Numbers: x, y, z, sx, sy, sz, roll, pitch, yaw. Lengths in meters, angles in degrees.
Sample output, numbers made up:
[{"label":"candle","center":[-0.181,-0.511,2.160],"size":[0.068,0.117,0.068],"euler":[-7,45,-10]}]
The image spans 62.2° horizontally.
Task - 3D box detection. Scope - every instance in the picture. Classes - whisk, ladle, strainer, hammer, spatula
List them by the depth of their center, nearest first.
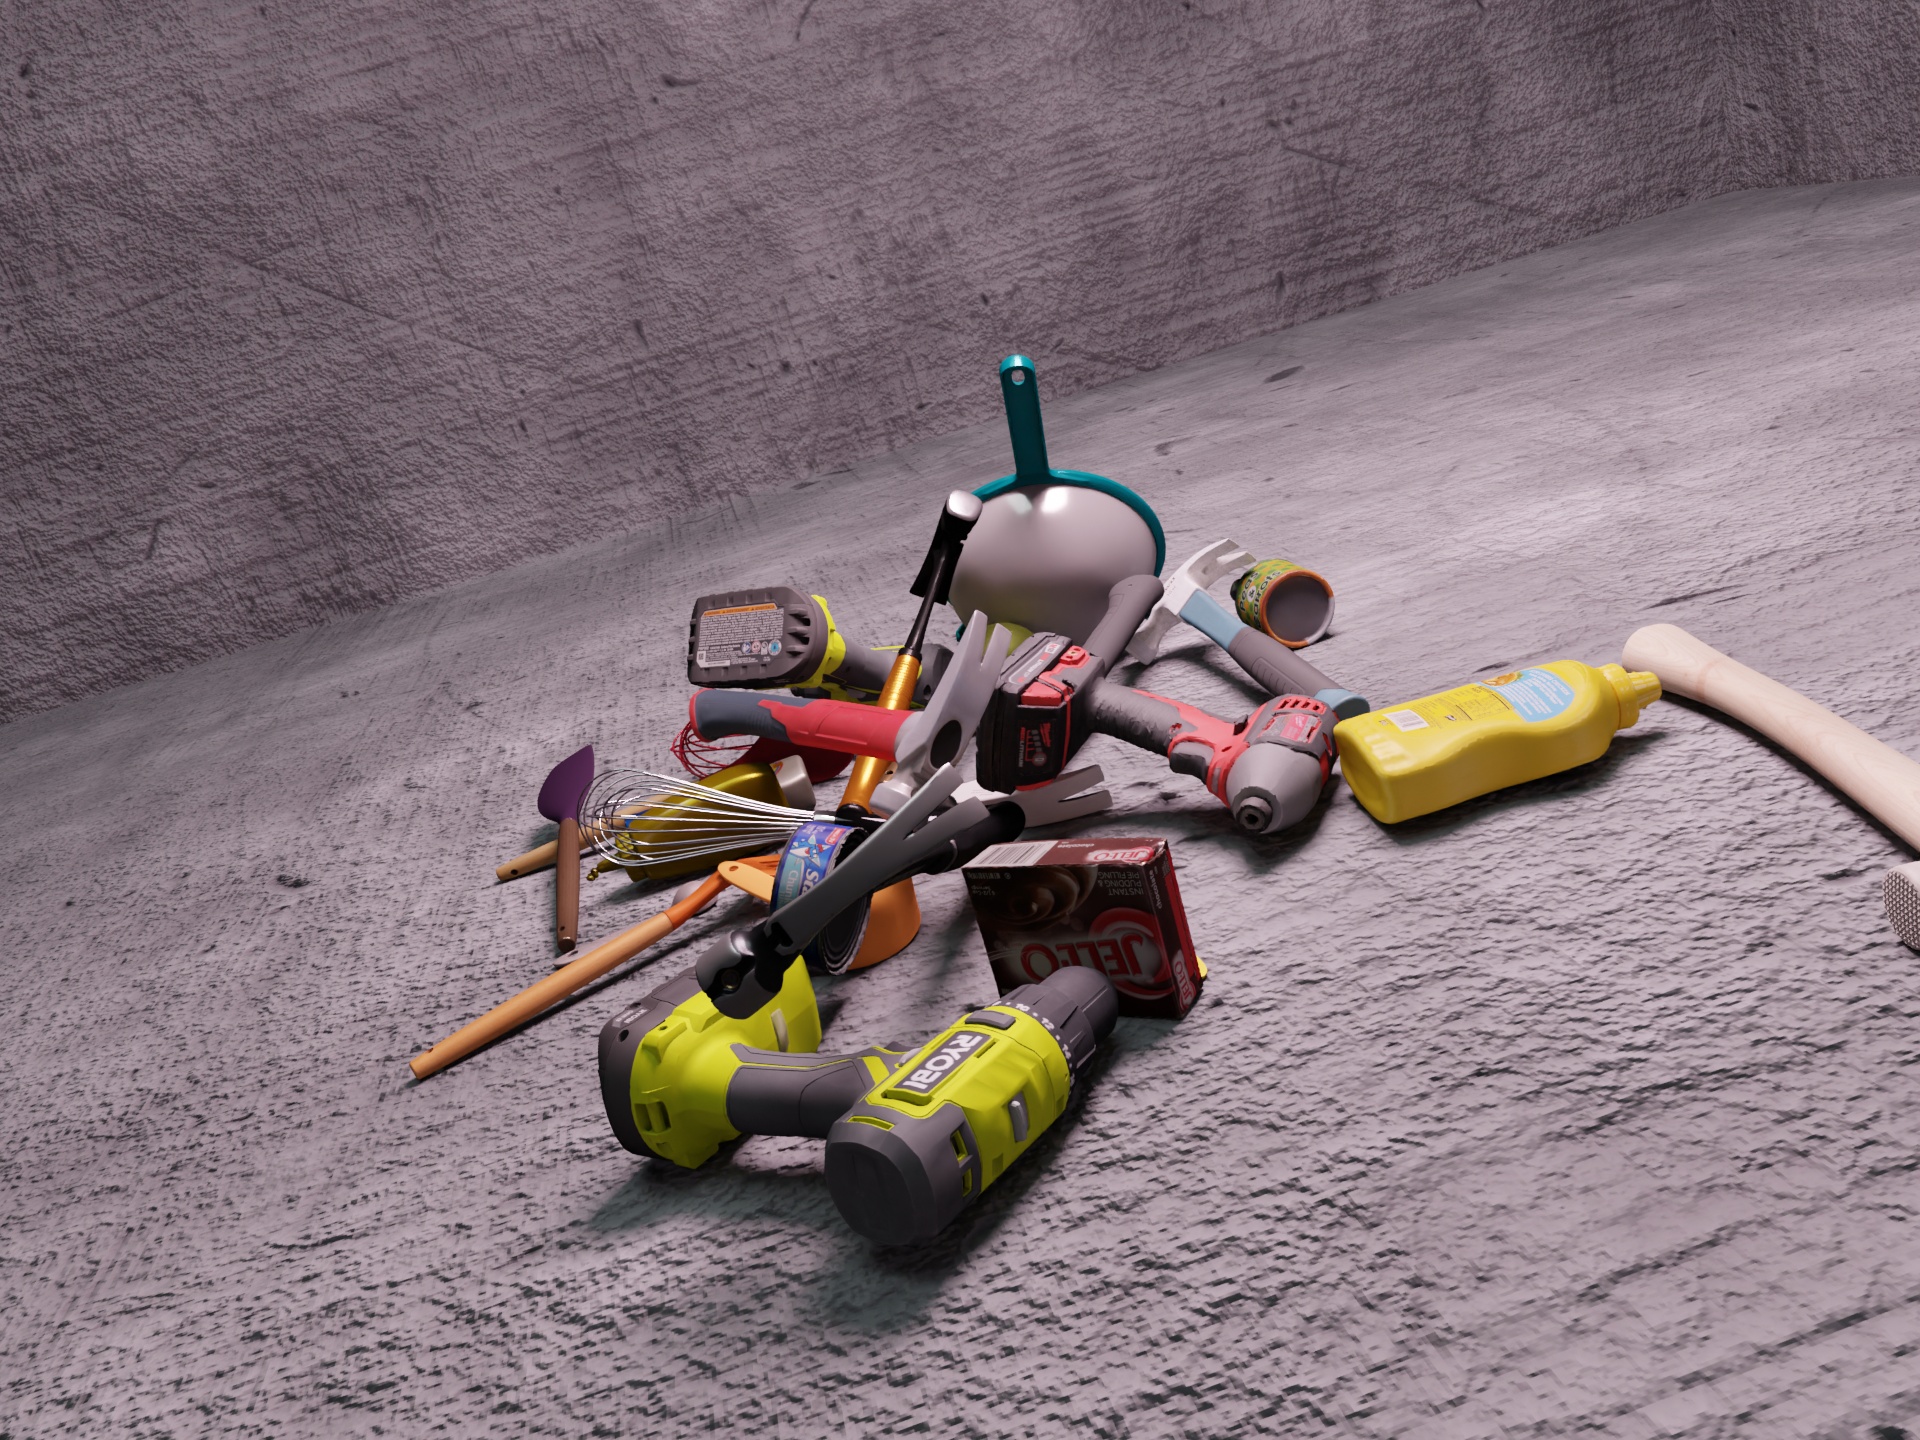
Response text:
[{"label":"hammer","center":[0.481,0.009,0.871],"size":[0.146,0.038,0.411],"euler":[-14,18,4]},{"label":"hammer","center":[-0.014,0.073,0.893],"size":[0.149,0.036,0.409],"euler":[-40,-7,11]},{"label":"spatula","center":[-0.214,0.155,1.068],"size":[0.322,0.041,0.081],"euler":[-30,21,-25]},{"label":"whisk","center":[-0.126,0.071,1.104],"size":[0.284,0.070,0.070],"euler":[2,19,2]},{"label":"hammer","center":[-0.100,-0.012,1.141],"size":[0.386,0.038,0.143],"euler":[8,69,59]},{"label":"hammer","center":[0.223,-0.054,1.231],"size":[0.128,0.033,0.331],"euler":[-54,23,9]},{"label":"hammer","center":[0.094,-0.023,1.231],"size":[0.146,0.035,0.335],"euler":[-4,30,31]},{"label":"ladle","center":[-0.002,-0.004,1.246],"size":[0.078,0.062,0.320],"euler":[1,23,20]},{"label":"hammer","center":[-0.048,-0.029,1.249],"size":[0.034,0.127,0.337],"euler":[20,50,-4]},{"label":"spatula","center":[-0.313,0.097,1.264],"size":[0.060,0.018,0.316],"euler":[-33,27,2]},{"label":"ladle","center":[-0.236,0.066,1.312],"size":[0.315,0.069,0.031],"euler":[-23,26,-1]},{"label":"strainer","center":[0.070,-0.153,1.353],"size":[0.211,0.340,0.095],"euler":[-6,53,6]},{"label":"whisk","center":[-0.105,0.010,1.356],"size":[0.296,0.073,0.073],"euler":[-6,19,9]}]

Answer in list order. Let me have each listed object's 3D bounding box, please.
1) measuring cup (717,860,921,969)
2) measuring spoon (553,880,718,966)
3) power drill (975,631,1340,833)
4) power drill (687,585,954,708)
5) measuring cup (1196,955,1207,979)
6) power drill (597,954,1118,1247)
[{"label":"measuring cup","center":[-0.103,0.101,1.026],"size":[0.174,0.052,0.095],"euler":[18,38,39]},{"label":"measuring spoon","center":[-0.231,0.142,1.125],"size":[0.124,0.018,0.034],"euler":[-24,19,-19]},{"label":"power drill","center":[0.127,0.015,1.029],"size":[0.220,0.078,0.143],"euler":[13,28,19]},{"label":"power drill","center":[-0.128,-0.050,1.384],"size":[0.171,0.080,0.223],"euler":[-3,-12,32]},{"label":"measuring cup","center":[0.083,0.124,0.910],"size":[0.062,0.029,0.157],"euler":[-27,32,-29]},{"label":"power drill","center":[-0.048,0.169,0.793],"size":[0.228,0.080,0.190],"euler":[0,19,37]}]
